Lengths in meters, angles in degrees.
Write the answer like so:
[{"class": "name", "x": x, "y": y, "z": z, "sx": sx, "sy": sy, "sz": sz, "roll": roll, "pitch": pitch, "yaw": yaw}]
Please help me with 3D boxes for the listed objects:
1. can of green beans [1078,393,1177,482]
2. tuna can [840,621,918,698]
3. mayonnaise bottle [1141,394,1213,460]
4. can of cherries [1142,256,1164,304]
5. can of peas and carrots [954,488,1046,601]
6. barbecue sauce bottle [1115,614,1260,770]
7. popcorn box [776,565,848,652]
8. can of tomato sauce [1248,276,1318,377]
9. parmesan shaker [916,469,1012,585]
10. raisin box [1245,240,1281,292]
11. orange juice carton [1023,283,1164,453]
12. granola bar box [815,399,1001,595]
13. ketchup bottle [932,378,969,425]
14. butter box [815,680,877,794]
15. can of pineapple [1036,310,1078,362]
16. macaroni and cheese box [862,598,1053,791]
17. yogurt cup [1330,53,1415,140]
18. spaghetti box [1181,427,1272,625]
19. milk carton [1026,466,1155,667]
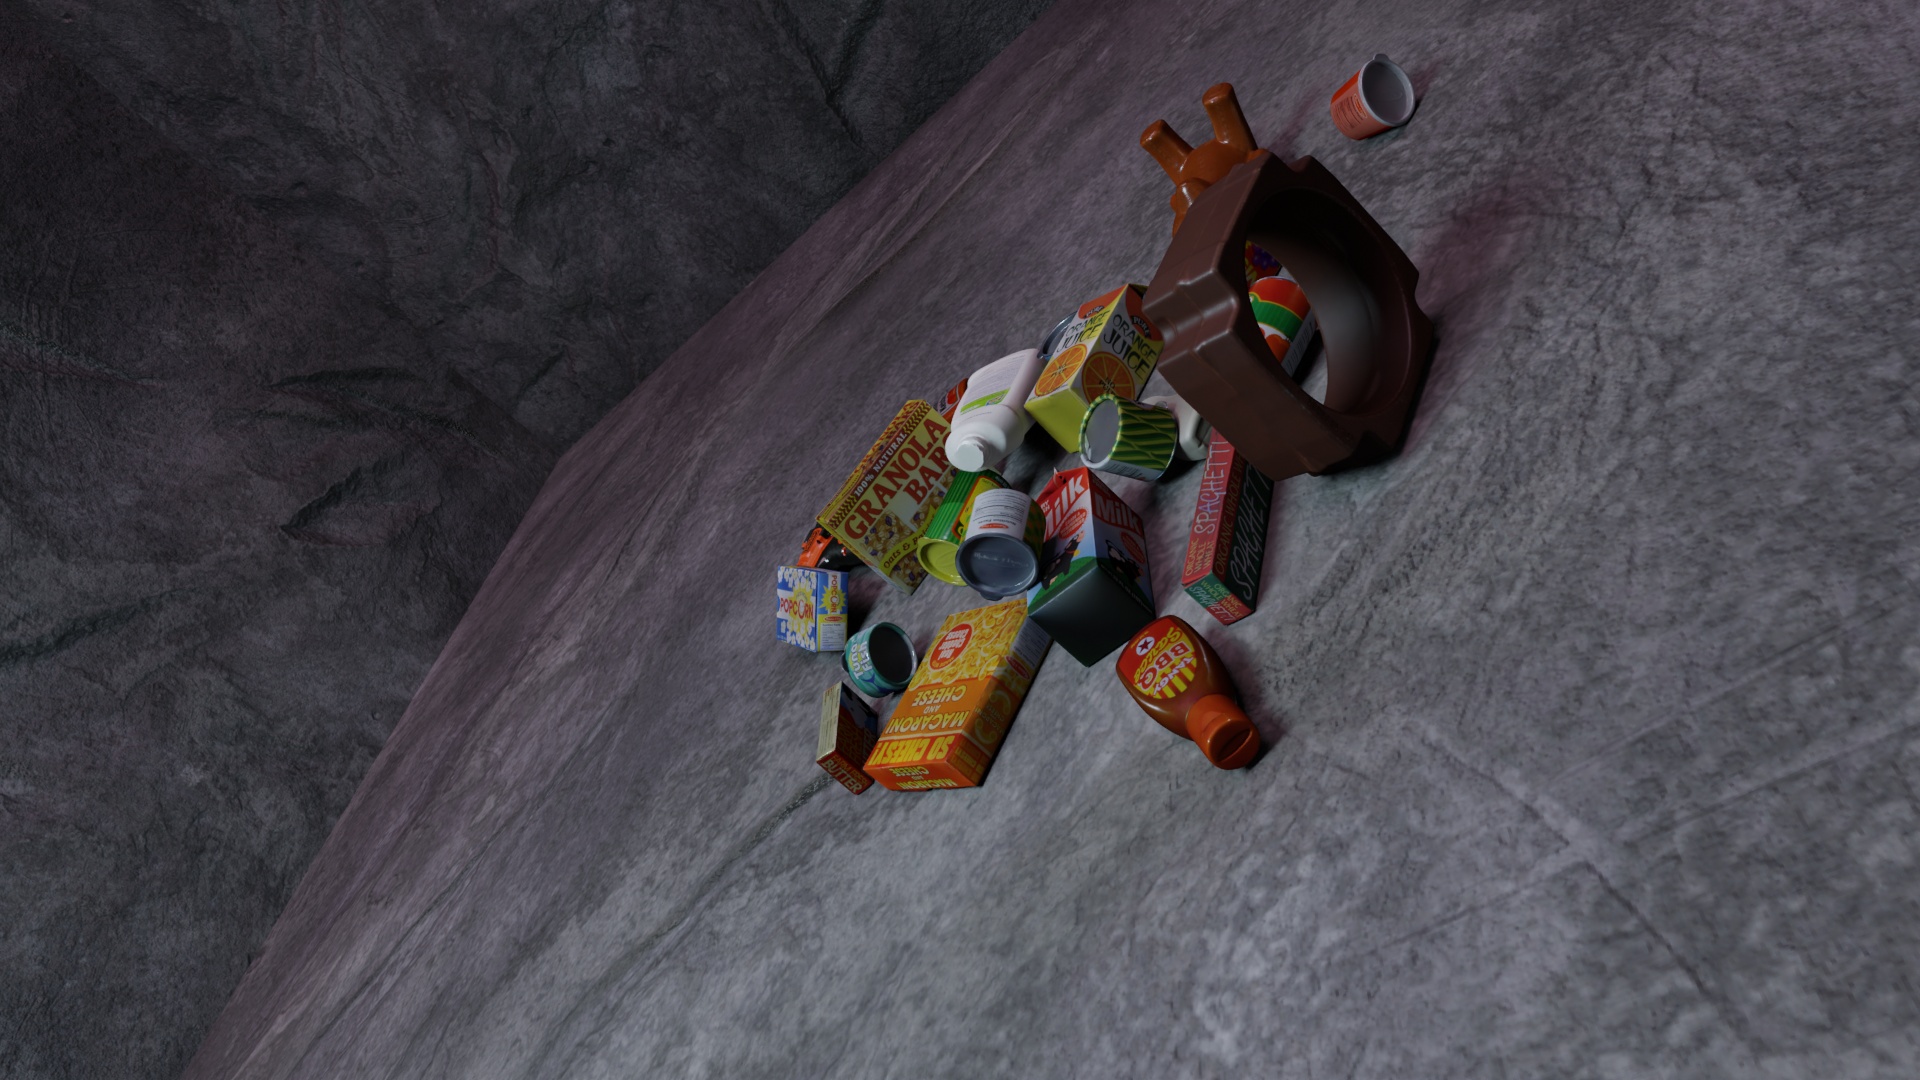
[{"class": "can of green beans", "x": 0.141, "y": -0.087, "z": 1.178, "sx": 0.071, "sy": 0.058, "sz": 0.071, "roll": -33, "pitch": 51, "yaw": 54}, {"class": "tuna can", "x": -0.075, "y": 0.111, "z": 1.301, "sx": 0.032, "sy": 0.071, "sz": 0.071, "roll": -29, "pitch": 28, "yaw": 38}, {"class": "mayonnaise bottle", "x": 0.179, "y": -0.100, "z": 1.231, "sx": 0.065, "sy": 0.041, "sz": 0.148, "roll": -60, "pitch": 23, "yaw": -14}, {"class": "can of cherries", "x": 0.222, "y": -0.245, "z": 1.365, "sx": 0.071, "sy": 0.071, "sz": 0.059, "roll": -21, "pitch": 33, "yaw": 48}, {"class": "can of peas and carrots", "x": 0.033, "y": 0.003, "z": 1.102, "sx": 0.070, "sy": 0.071, "sz": 0.059, "roll": -33, "pitch": 27, "yaw": 33}, {"class": "barbecue sauce bottle", "x": 0.155, "y": 0.103, "z": 0.929, "sx": 0.065, "sy": 0.043, "sz": 0.149, "roll": -44, "pitch": 23, "yaw": 4}, {"class": "popcorn box", "x": -0.162, "y": 0.073, "z": 1.511, "sx": 0.126, "sy": 0.038, "sz": 0.085, "roll": 5, "pitch": 94, "yaw": 63}, {"class": "can of tomato sauce", "x": 0.256, "y": -0.169, "z": 1.167, "sx": 0.071, "sy": 0.071, "sz": 0.083, "roll": -12, "pitch": 42, "yaw": 56}, {"class": "parmesan shaker", "x": 0.005, "y": -0.017, "z": 1.367, "sx": 0.071, "sy": 0.071, "sz": 0.103, "roll": -23, "pitch": 33, "yaw": 46}, {"class": "raisin box", "x": 0.246, "y": -0.253, "z": 1.303, "sx": 0.040, "sy": 0.086, "sz": 0.124, "roll": -13, "pitch": 40, "yaw": 58}, {"class": "orange juice carton", "x": 0.146, "y": -0.186, "z": 1.391, "sx": 0.071, "sy": 0.073, "sz": 0.193, "roll": -17, "pitch": 37, "yaw": 52}, {"class": "granola bar box", "x": -0.053, "y": -0.046, "z": 1.452, "sx": 0.166, "sy": 0.124, "sz": 0.039, "roll": -53, "pitch": 23, "yaw": -14}, {"class": "ketchup bottle", "x": -0.035, "y": -0.131, "z": 1.670, "sx": 0.148, "sy": 0.043, "sz": 0.065, "roll": -37, "pitch": 24, "yaw": 25}, {"class": "butter box", "x": -0.102, "y": 0.178, "z": 1.261, "sx": 0.024, "sy": 0.053, "sz": 0.104, "roll": -37, "pitch": 25, "yaw": 19}, {"class": "can of pineapple", "x": 0.126, "y": -0.200, "z": 1.470, "sx": 0.071, "sy": 0.058, "sz": 0.071, "roll": -39, "pitch": 23, "yaw": 20}, {"class": "macaroni and cheese box", "x": 0.002, "y": 0.131, "z": 1.168, "sx": 0.123, "sy": 0.040, "sz": 0.167, "roll": -17, "pitch": 37, "yaw": 52}, {"class": "yogurt cup", "x": 0.397, "y": -0.424, "z": 1.346, "sx": 0.072, "sy": 0.072, "sz": 0.054, "roll": -57, "pitch": 16, "yaw": -22}, {"class": "spaghetti box", "x": 0.211, "y": -0.042, "z": 1.061, "sx": 0.028, "sy": 0.050, "sz": 0.251, "roll": -30, "pitch": 28, "yaw": 39}, {"class": "milk carton", "x": 0.103, "y": 0.008, "z": 1.144, "sx": 0.073, "sy": 0.072, "sz": 0.191, "roll": -38, "pitch": 24, "yaw": 23}]
